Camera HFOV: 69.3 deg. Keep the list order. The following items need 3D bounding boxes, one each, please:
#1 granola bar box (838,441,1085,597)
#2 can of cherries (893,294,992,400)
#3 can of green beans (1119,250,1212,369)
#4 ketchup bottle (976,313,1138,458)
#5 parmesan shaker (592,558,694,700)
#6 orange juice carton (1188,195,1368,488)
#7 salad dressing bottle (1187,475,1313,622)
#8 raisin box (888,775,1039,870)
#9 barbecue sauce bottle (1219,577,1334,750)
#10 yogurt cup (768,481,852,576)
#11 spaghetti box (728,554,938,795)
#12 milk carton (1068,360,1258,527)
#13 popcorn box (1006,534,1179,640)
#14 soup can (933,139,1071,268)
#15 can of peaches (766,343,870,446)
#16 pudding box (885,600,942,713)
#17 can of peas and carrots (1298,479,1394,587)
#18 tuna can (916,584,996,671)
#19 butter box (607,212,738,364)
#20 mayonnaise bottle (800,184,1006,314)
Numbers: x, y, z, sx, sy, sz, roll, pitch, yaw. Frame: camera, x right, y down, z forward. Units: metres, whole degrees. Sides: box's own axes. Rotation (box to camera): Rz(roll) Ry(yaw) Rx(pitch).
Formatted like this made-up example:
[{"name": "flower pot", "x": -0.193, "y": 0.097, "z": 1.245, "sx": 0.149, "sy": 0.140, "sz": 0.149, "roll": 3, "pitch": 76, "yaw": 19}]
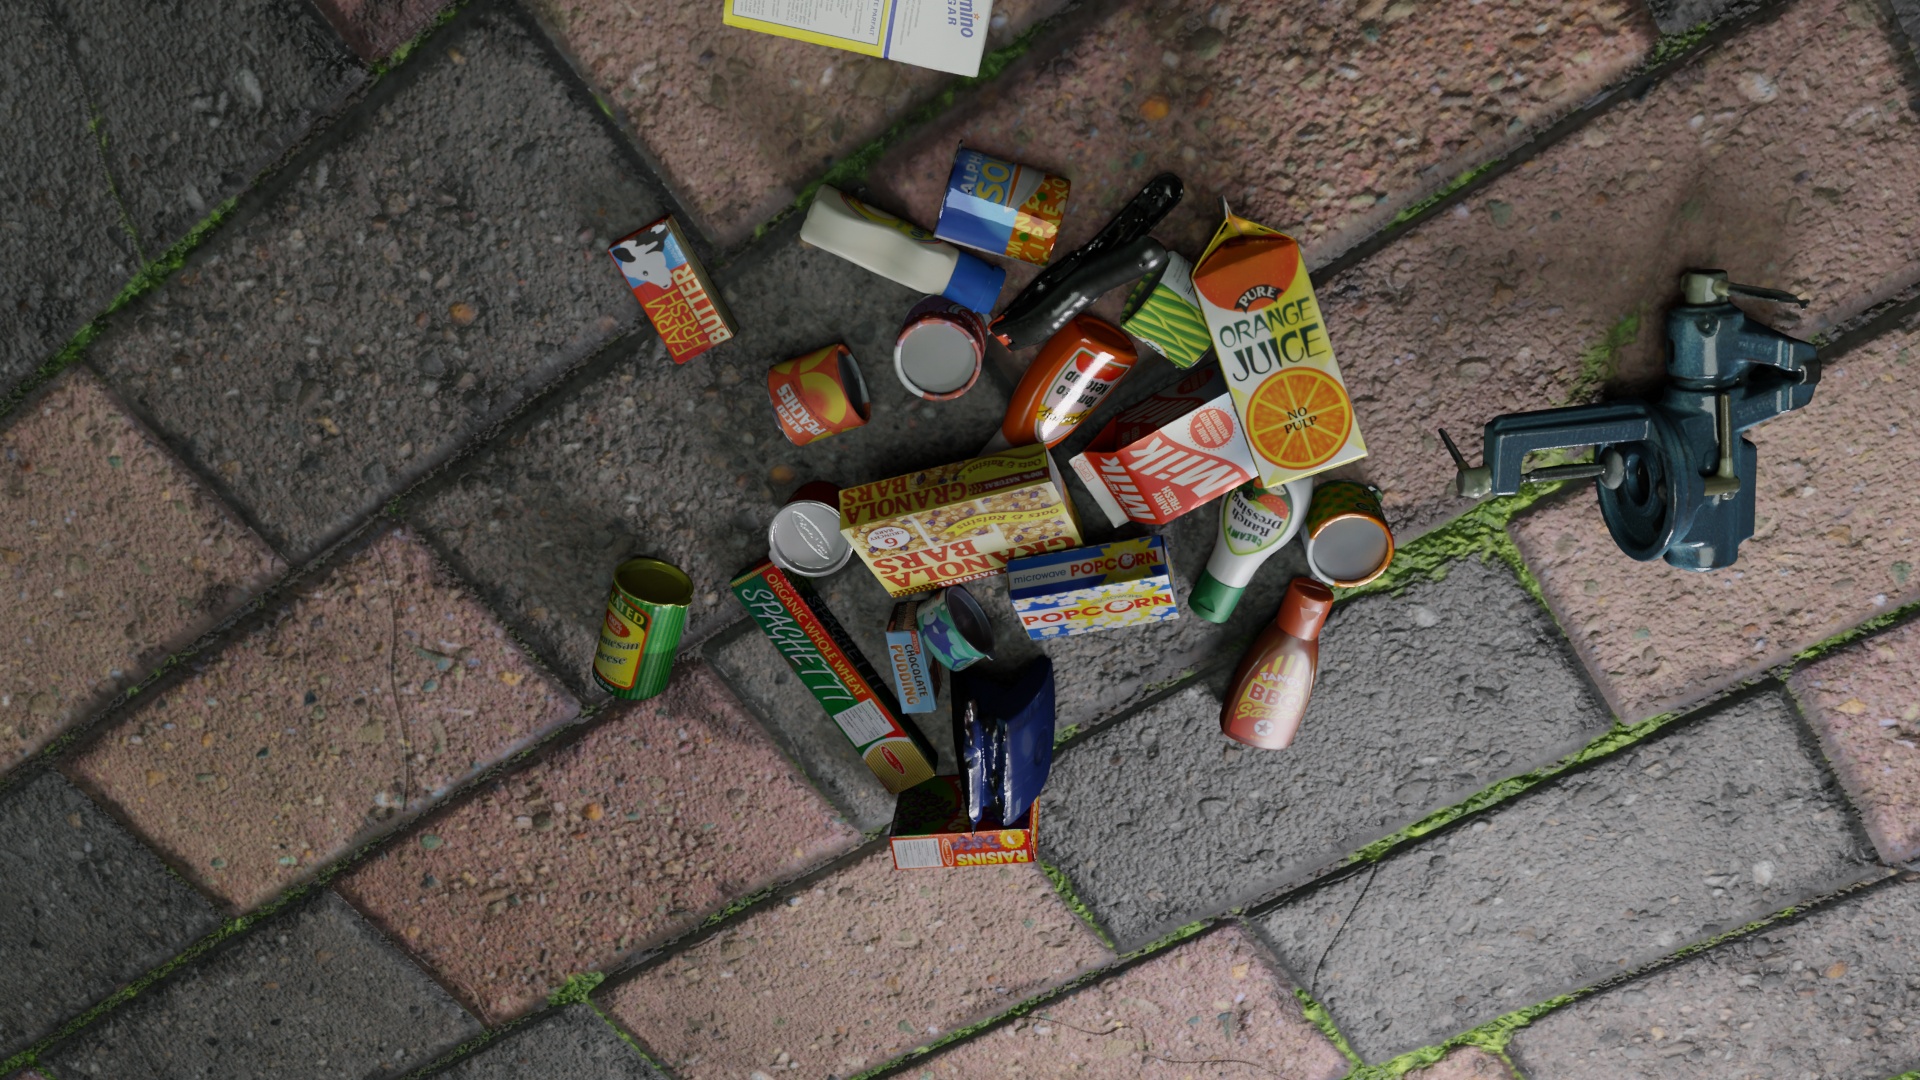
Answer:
[{"name": "granola bar box", "x": 0.004, "y": -0.014, "z": 1.081, "sx": 0.165, "sy": 0.039, "sz": 0.123, "roll": -13, "pitch": 149, "yaw": 12}, {"name": "can of cherries", "x": -0.012, "y": -0.146, "z": 1.036, "sx": 0.071, "sy": 0.059, "sz": 0.071, "roll": 3, "pitch": 118, "yaw": 5}, {"name": "can of green beans", "x": 0.157, "y": -0.166, "z": 1.004, "sx": 0.058, "sy": 0.071, "sz": 0.071, "roll": 33, "pitch": 116, "yaw": -10}, {"name": "ketchup bottle", "x": 0.067, "y": -0.103, "z": 1.055, "sx": 0.065, "sy": 0.044, "sz": 0.148, "roll": 16, "pitch": 128, "yaw": -34}, {"name": "parmesan shaker", "x": -0.267, "y": 0.077, "z": 1.170, "sx": 0.071, "sy": 0.071, "sz": 0.102, "roll": 18, "pitch": 117, "yaw": -4}, {"name": "orange juice carton", "x": 0.206, "y": -0.140, "z": 0.934, "sx": 0.073, "sy": 0.072, "sz": 0.192, "roll": -19, "pitch": 100, "yaw": 12}, {"name": "salad dressing bottle", "x": 0.225, "y": -0.002, "z": 1.092, "sx": 0.064, "sy": 0.044, "sz": 0.146, "roll": 33, "pitch": 123, "yaw": 17}, {"name": "raisin box", "x": 0.005, "y": 0.246, "z": 1.221, "sx": 0.123, "sy": 0.086, "sz": 0.040, "roll": -5, "pitch": 115, "yaw": 9}, {"name": "barbecue sauce bottle", "x": 0.265, "y": 0.101, "z": 1.144, "sx": 0.065, "sy": 0.044, "sz": 0.147, "roll": 15, "pitch": 117, "yaw": -1}, {"name": "yogurt cup", "x": -0.116, "y": -0.012, "z": 1.118, "sx": 0.072, "sy": 0.054, "sz": 0.072, "roll": 2, "pitch": 118, "yaw": 5}, {"name": "spaghetti box", "x": -0.106, "y": 0.116, "z": 1.197, "sx": 0.050, "sy": 0.029, "sz": 0.249, "roll": -28, "pitch": 111, "yaw": 18}, {"name": "milk carton", "x": 0.180, "y": -0.078, "z": 1.043, "sx": 0.190, "sy": 0.074, "sz": 0.072, "roll": -29, "pitch": 111, "yaw": 19}, {"name": "popcorn box", "x": 0.107, "y": 0.039, "z": 1.109, "sx": 0.127, "sy": 0.038, "sz": 0.085, "roll": -10, "pitch": 151, "yaw": 11}, {"name": "soup can", "x": 0.030, "y": -0.237, "z": 0.979, "sx": 0.084, "sy": 0.072, "sz": 0.071, "roll": 16, "pitch": 118, "yaw": -3}, {"name": "can of peaches", "x": -0.107, "y": -0.110, "z": 1.057, "sx": 0.058, "sy": 0.071, "sz": 0.071, "roll": -17, "pitch": 114, "yaw": 13}, {"name": "pudding box", "x": -0.038, "y": 0.099, "z": 1.170, "sx": 0.030, "sy": 0.050, "sz": 0.083, "roll": -5, "pitch": 117, "yaw": 10}, {"name": "can of peas and carrots", "x": 0.300, "y": -0.007, "z": 1.076, "sx": 0.071, "sy": 0.059, "sz": 0.070, "roll": 2, "pitch": 118, "yaw": 4}, {"name": "tuna can", "x": -0.003, "y": 0.074, "z": 1.144, "sx": 0.032, "sy": 0.071, "sz": 0.071, "roll": -33, "pitch": 110, "yaw": 22}, {"name": "butter box", "x": -0.217, "y": -0.190, "z": 1.053, "sx": 0.053, "sy": 0.024, "sz": 0.103, "roll": -22, "pitch": 113, "yaw": 16}, {"name": "mayonnaise bottle", "x": -0.041, "y": -0.209, "z": 1.006, "sx": 0.148, "sy": 0.065, "sz": 0.041, "roll": 22, "pitch": 114, "yaw": -10}]
